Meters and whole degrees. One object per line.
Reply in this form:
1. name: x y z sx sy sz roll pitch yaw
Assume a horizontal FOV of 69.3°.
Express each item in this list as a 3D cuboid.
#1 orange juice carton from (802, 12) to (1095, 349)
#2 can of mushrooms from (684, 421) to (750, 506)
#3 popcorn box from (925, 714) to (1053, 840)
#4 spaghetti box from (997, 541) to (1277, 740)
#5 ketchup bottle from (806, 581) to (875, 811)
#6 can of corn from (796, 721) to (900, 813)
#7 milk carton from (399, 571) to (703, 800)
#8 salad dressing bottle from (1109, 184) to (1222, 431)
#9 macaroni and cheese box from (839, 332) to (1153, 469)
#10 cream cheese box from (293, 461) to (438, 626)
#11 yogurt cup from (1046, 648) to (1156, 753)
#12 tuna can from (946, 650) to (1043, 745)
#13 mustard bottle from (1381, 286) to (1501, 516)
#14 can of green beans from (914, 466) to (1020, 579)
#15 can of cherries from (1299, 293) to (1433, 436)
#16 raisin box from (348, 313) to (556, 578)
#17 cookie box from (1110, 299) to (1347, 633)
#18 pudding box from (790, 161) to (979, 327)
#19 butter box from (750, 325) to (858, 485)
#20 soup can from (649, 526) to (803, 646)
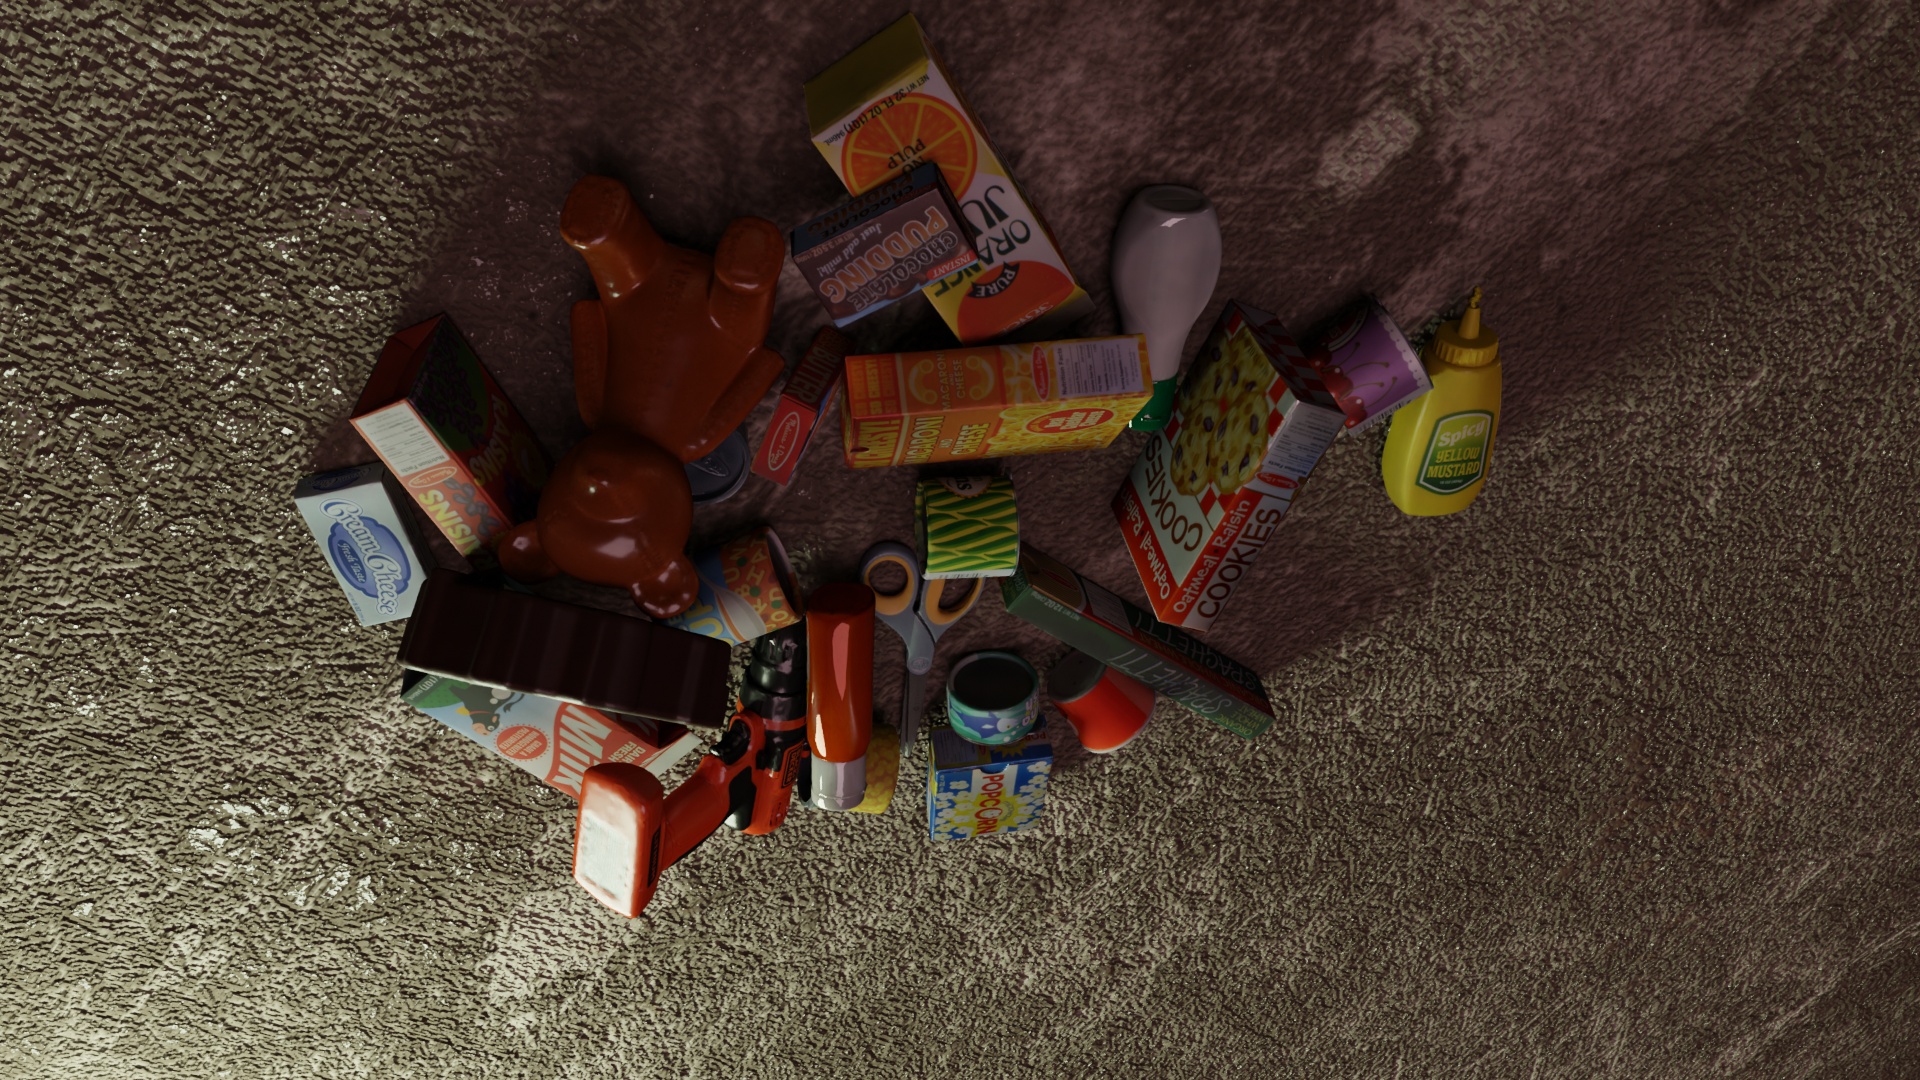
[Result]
1. orange juice carton: 0.000 -0.177 0.754 0.071 0.073 0.192 -30 127 13
2. can of mushrooms: -0.162 -0.055 0.839 0.071 0.033 0.070 -6 128 -8
3. popcorn box: 0.019 0.177 1.028 0.085 0.038 0.126 -5 146 -7
4. spaghetti box: 0.129 0.075 0.987 0.250 0.050 0.028 29 118 -29
5. ketchup bottle: -0.080 0.106 0.920 0.043 0.065 0.148 4 109 6
6. can of corn: -0.080 0.163 0.996 0.058 0.071 0.070 10 124 -19
7. milk carton: -0.262 0.106 0.914 0.072 0.074 0.190 -38 125 17
8. salad dressing bottle: 0.117 -0.136 0.830 0.064 0.044 0.146 -4 128 -11
9. macaroni and cheese box: 0.016 -0.078 0.809 0.167 0.040 0.123 -6 171 -7
10. cream cheese box: -0.358 0.003 0.848 0.053 0.024 0.103 -13 128 -3
11. yogurt cup: 0.099 0.111 1.000 0.072 0.073 0.054 -35 118 15
12. tuna can: 0.025 0.111 0.980 0.071 0.071 0.032 -6 127 -7
13. mustard bottle: 0.317 -0.090 0.901 0.065 0.049 0.159 -8 128 -8
14. can of green beans: 0.003 -0.009 0.887 0.058 0.071 0.071 -2 127 -10
15. can of cherries: 0.250 -0.109 0.865 0.058 0.072 0.071 -32 126 14
16. raisin box: -0.279 -0.052 0.782 0.040 0.086 0.123 -19 128 10
17. cookie box: 0.160 -0.045 0.856 0.040 0.123 0.166 15 122 -20
18. pudding box: -0.038 -0.149 0.702 0.083 0.030 0.049 -22 130 14
19. butter box: -0.088 -0.079 0.793 0.024 0.104 0.053 25 121 -5
20. soup can: -0.150 0.037 0.886 0.084 0.072 0.071 -20 128 4
